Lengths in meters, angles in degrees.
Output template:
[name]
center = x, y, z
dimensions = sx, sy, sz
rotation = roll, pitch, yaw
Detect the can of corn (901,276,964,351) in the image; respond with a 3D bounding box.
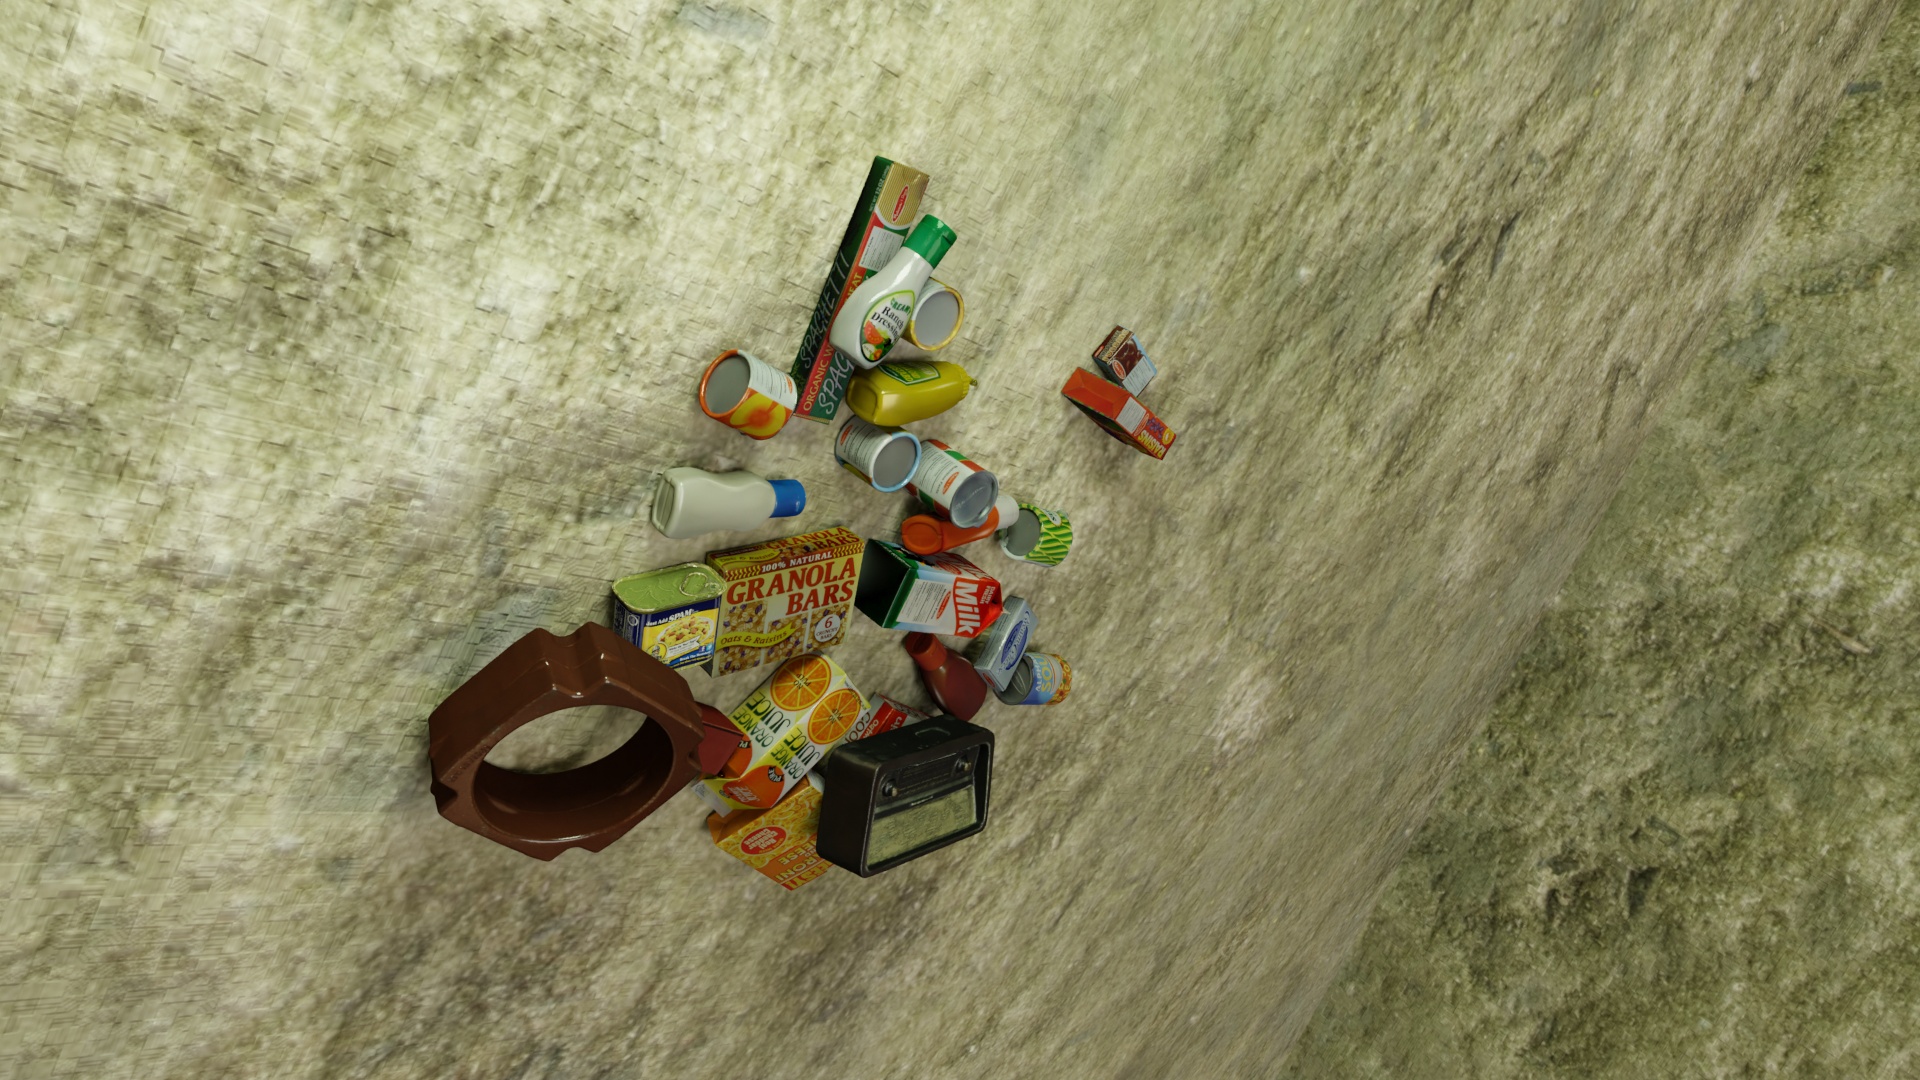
[can of corn]
center = -0.038, -0.219, 1.324
dimensions = 0.071, 0.058, 0.070
rotation = -26, 133, -31

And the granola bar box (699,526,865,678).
[granola bar box]
center = -0.181, 0.059, 1.387
dimensions = 0.166, 0.039, 0.123
rotation = -13, 125, -40

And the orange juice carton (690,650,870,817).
[orange juice carton]
center = -0.193, 0.205, 1.450
dimensions = 0.193, 0.073, 0.071
rotation = -44, 140, -13

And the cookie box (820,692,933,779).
[cookie box]
center = -0.075, 0.258, 1.635
dimensions = 0.123, 0.040, 0.167
rotation = -57, 141, 1

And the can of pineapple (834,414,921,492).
[can of pineapple]
center = -0.080, -0.087, 1.373
dimensions = 0.071, 0.058, 0.070
rotation = -26, 133, -32

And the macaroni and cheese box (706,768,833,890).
[macaroni and cheese box]
center = -0.182, 0.319, 1.537
dimensions = 0.123, 0.040, 0.166
rotation = -33, 140, 5

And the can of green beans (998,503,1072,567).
[can of green beans]
center = 0.086, -0.006, 1.596
dimensions = 0.058, 0.071, 0.071
rotation = 14, 106, -49

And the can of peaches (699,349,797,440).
[can of peaches]
center = -0.190, -0.127, 1.227
dimensions = 0.058, 0.071, 0.071
rotation = 27, 96, -51

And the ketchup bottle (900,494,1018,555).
[ketchup bottle]
center = 0.005, -0.019, 1.510
dimensions = 0.149, 0.064, 0.043
rotation = -17, 104, -49

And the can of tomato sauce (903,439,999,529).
[can of tomato sauce]
center = -0.011, -0.059, 1.445
dimensions = 0.071, 0.083, 0.070
rotation = -26, 133, -32

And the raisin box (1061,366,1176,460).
[raisin box]
center = 0.182, -0.143, 1.583
dimensions = 0.123, 0.086, 0.040
rotation = 31, 91, -51

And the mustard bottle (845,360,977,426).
[mustard bottle]
center = -0.039, -0.151, 1.371
dimensions = 0.161, 0.065, 0.048
rotation = -17, 133, -45

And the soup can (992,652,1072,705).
[soup can]
center = 0.091, 0.170, 1.722
dimensions = 0.084, 0.071, 0.071
rotation = 8, 110, -49

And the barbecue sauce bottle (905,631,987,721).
[barbecue sauce bottle]
center = -0.018, 0.154, 1.618
dimensions = 0.065, 0.044, 0.148
rotation = -58, 143, -20

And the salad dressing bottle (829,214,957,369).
[salad dressing bottle]
center = -0.060, -0.227, 1.260
dimensions = 0.147, 0.044, 0.064
rotation = -55, 142, -2

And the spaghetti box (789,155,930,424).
[spaghetti box]
center = -0.099, -0.228, 1.278
dimensions = 0.050, 0.029, 0.249
rotation = 9, 110, -48

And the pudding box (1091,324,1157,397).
[pudding box]
center = 0.190, -0.203, 1.593
dimensions = 0.050, 0.030, 0.083
rotation = -50, 141, -5

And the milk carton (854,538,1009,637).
[milk carton]
center = -0.027, 0.056, 1.518
dimensions = 0.191, 0.072, 0.073
rotation = 11, 108, -48

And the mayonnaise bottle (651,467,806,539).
[mayonnaise bottle]
center = -0.212, -0.037, 1.288
dimensions = 0.148, 0.041, 0.064
rotation = -5, 121, -45

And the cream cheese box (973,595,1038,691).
[cream cheese box]
center = 0.056, 0.123, 1.664
dimensions = 0.104, 0.024, 0.053
rotation = -62, 144, -23
